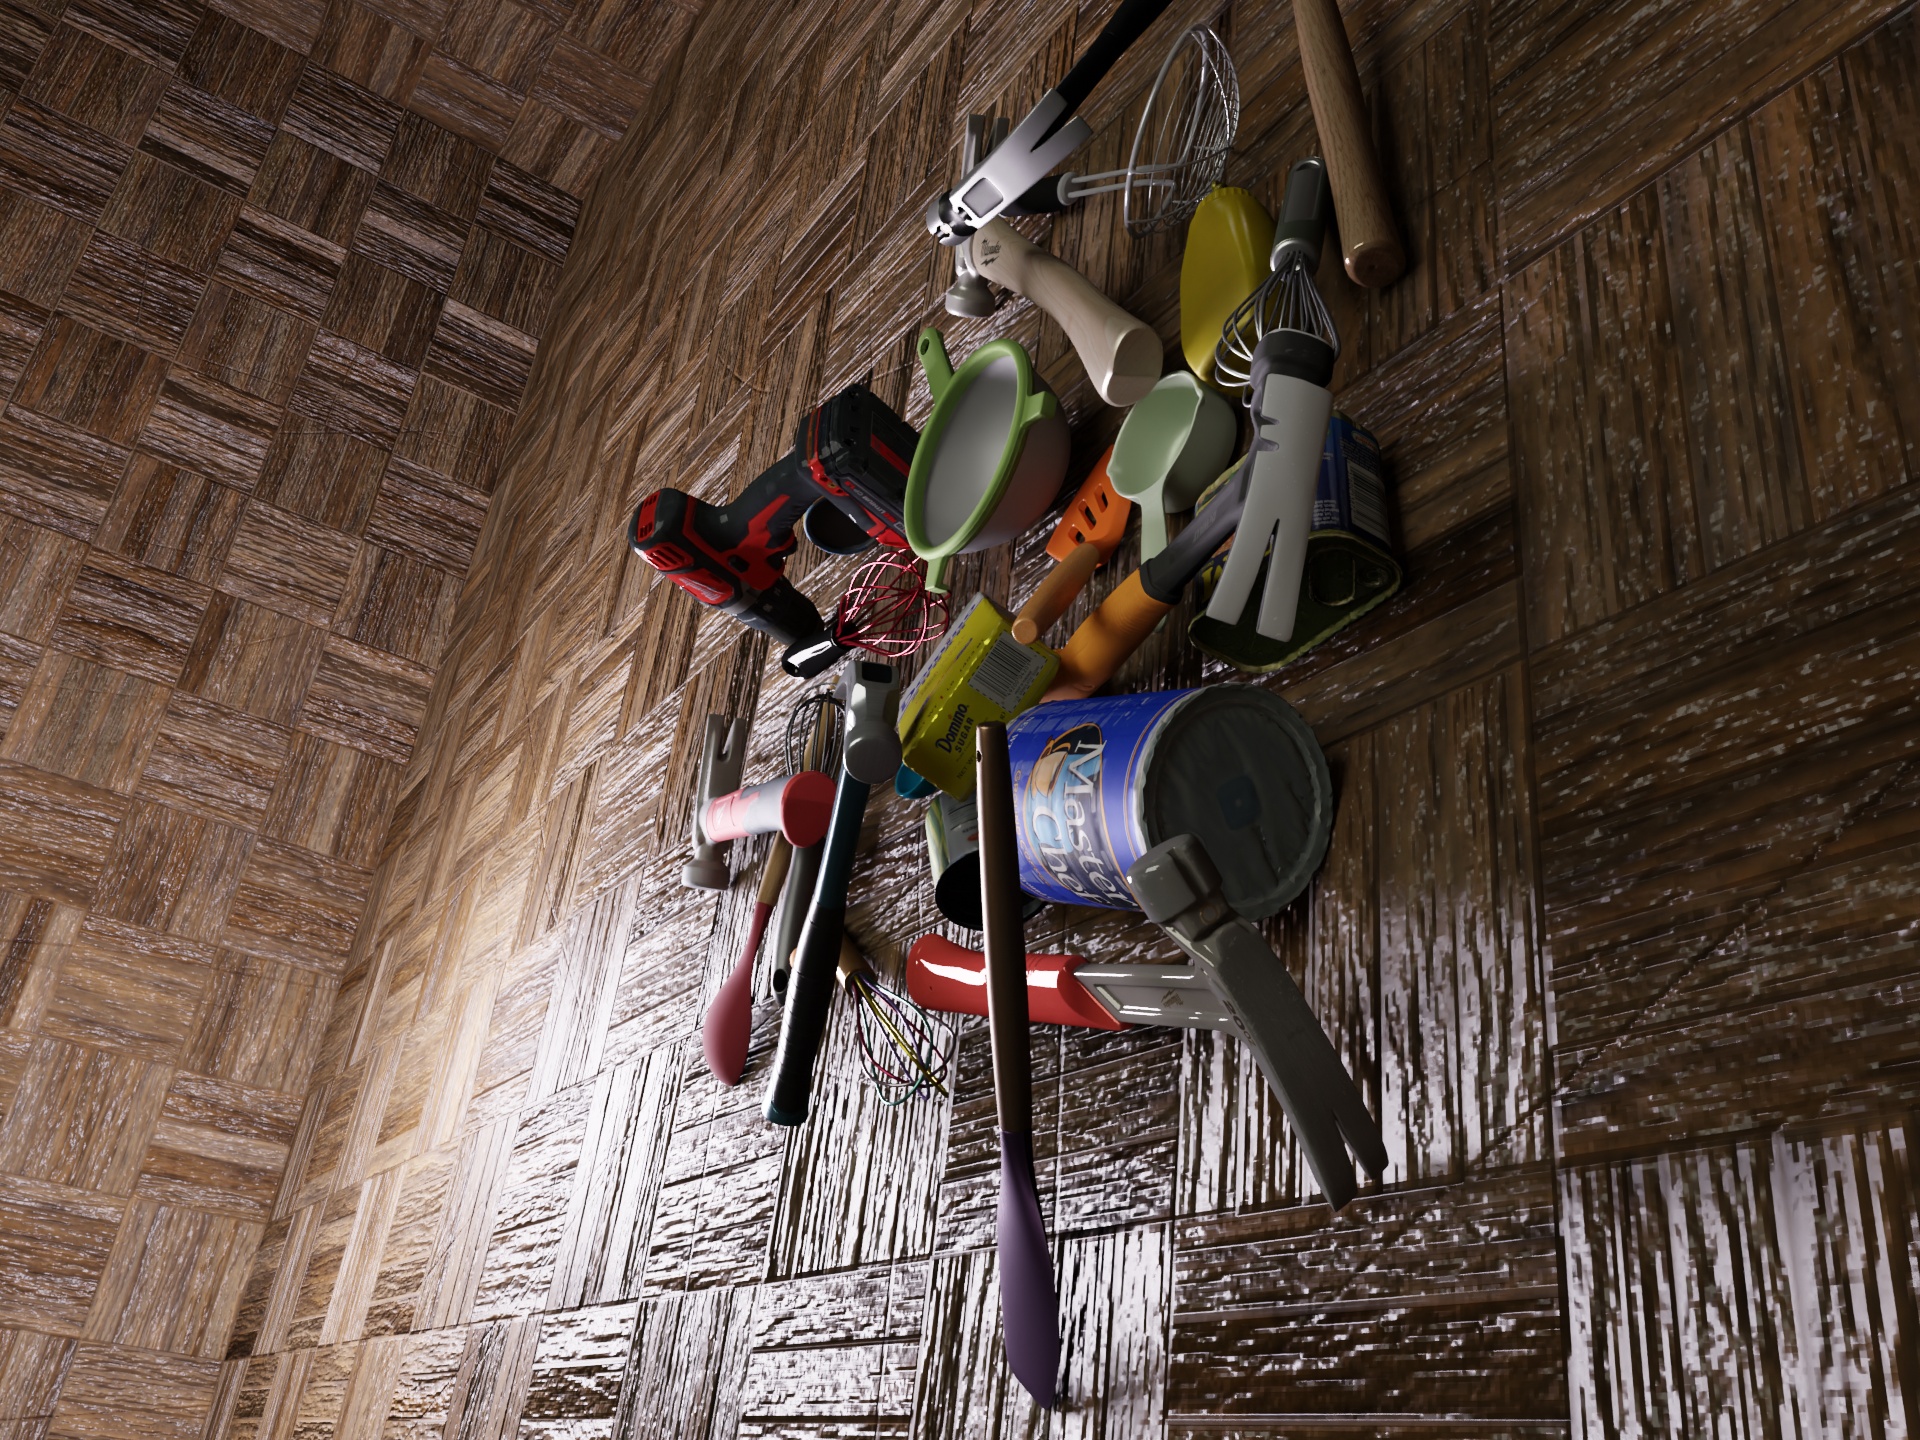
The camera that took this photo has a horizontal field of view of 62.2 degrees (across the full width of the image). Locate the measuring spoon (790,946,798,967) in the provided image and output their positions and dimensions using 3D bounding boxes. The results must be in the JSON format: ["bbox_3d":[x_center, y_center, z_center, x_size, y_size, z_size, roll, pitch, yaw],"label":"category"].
[{"bbox_3d":[-0.096,0.118,1.096,0.011,0.021,0.117,8,67,21],"label":"measuring spoon"}]

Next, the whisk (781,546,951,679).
[{"bbox_3d":[-0.078,-0.068,1.172,0.296,0.073,0.073,-21,51,64],"label":"whisk"}]

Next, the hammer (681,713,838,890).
[{"bbox_3d":[-0.144,0.048,1.126,0.386,0.038,0.143,161,117,-71],"label":"hammer"}]

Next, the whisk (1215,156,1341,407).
[{"bbox_3d":[0.166,-0.227,0.795,0.058,0.059,0.246,-3,39,21],"label":"whisk"}]

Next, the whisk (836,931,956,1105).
[{"bbox_3d":[-0.054,0.171,0.967,0.051,0.047,0.245,-67,22,5],"label":"whisk"}]

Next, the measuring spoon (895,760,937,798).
[{"bbox_3d":[-0.002,-0.003,1.034,0.128,0.021,0.042,-61,25,-8],"label":"measuring spoon"}]

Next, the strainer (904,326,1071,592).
[{"bbox_3d":[0.018,-0.198,1.079,0.151,0.069,0.257,-57,27,28],"label":"strainer"}]

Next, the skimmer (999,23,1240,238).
[{"bbox_3d":[0.079,-0.382,1.084,0.363,0.090,0.127,28,98,64],"label":"skimmer"}]

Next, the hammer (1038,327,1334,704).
[{"bbox_3d":[0.087,-0.050,0.760,0.336,0.034,0.127,129,155,-69],"label":"hammer"}]

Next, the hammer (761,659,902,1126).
[{"bbox_3d":[-0.077,0.112,0.918,0.128,0.033,0.330,-94,15,-58],"label":"hammer"}]

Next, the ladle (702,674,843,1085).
[{"bbox_3d":[-0.135,0.112,1.181,0.069,0.031,0.315,-11,59,60],"label":"ladle"}]

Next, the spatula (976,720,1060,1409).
[{"bbox_3d":[0.024,0.156,0.704,0.060,0.018,0.316,-163,67,-64],"label":"spatula"}]

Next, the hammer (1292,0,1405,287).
[{"bbox_3d":[0.194,-0.370,0.857,0.031,0.130,0.332,-24,56,34],"label":"hammer"}]

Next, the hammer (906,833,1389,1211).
[{"bbox_3d":[0.055,0.134,0.744,0.037,0.149,0.359,-32,4,-22],"label":"hammer"}]

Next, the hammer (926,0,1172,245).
[{"bbox_3d":[0.105,-0.444,1.023,0.335,0.035,0.146,-54,18,-21],"label":"hammer"}]

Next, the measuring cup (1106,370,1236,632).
[{"bbox_3d":[0.118,-0.113,0.863,0.083,0.038,0.168,-35,43,48],"label":"measuring cup"}]

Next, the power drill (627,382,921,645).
[{"bbox_3d":[-0.116,-0.140,1.214,0.226,0.187,0.080,-23,49,31],"label":"power drill"}]

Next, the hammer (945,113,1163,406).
[{"bbox_3d":[0.054,-0.298,1.040,0.411,0.038,0.146,-116,29,-61],"label":"hammer"}]

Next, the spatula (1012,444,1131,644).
[{"bbox_3d":[0.056,-0.088,0.856,0.081,0.041,0.323,-57,-2,20],"label":"spatula"}]

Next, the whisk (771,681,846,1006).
[{"bbox_3d":[-0.110,0.085,1.131,0.055,0.055,0.239,-26,52,54],"label":"whisk"}]
